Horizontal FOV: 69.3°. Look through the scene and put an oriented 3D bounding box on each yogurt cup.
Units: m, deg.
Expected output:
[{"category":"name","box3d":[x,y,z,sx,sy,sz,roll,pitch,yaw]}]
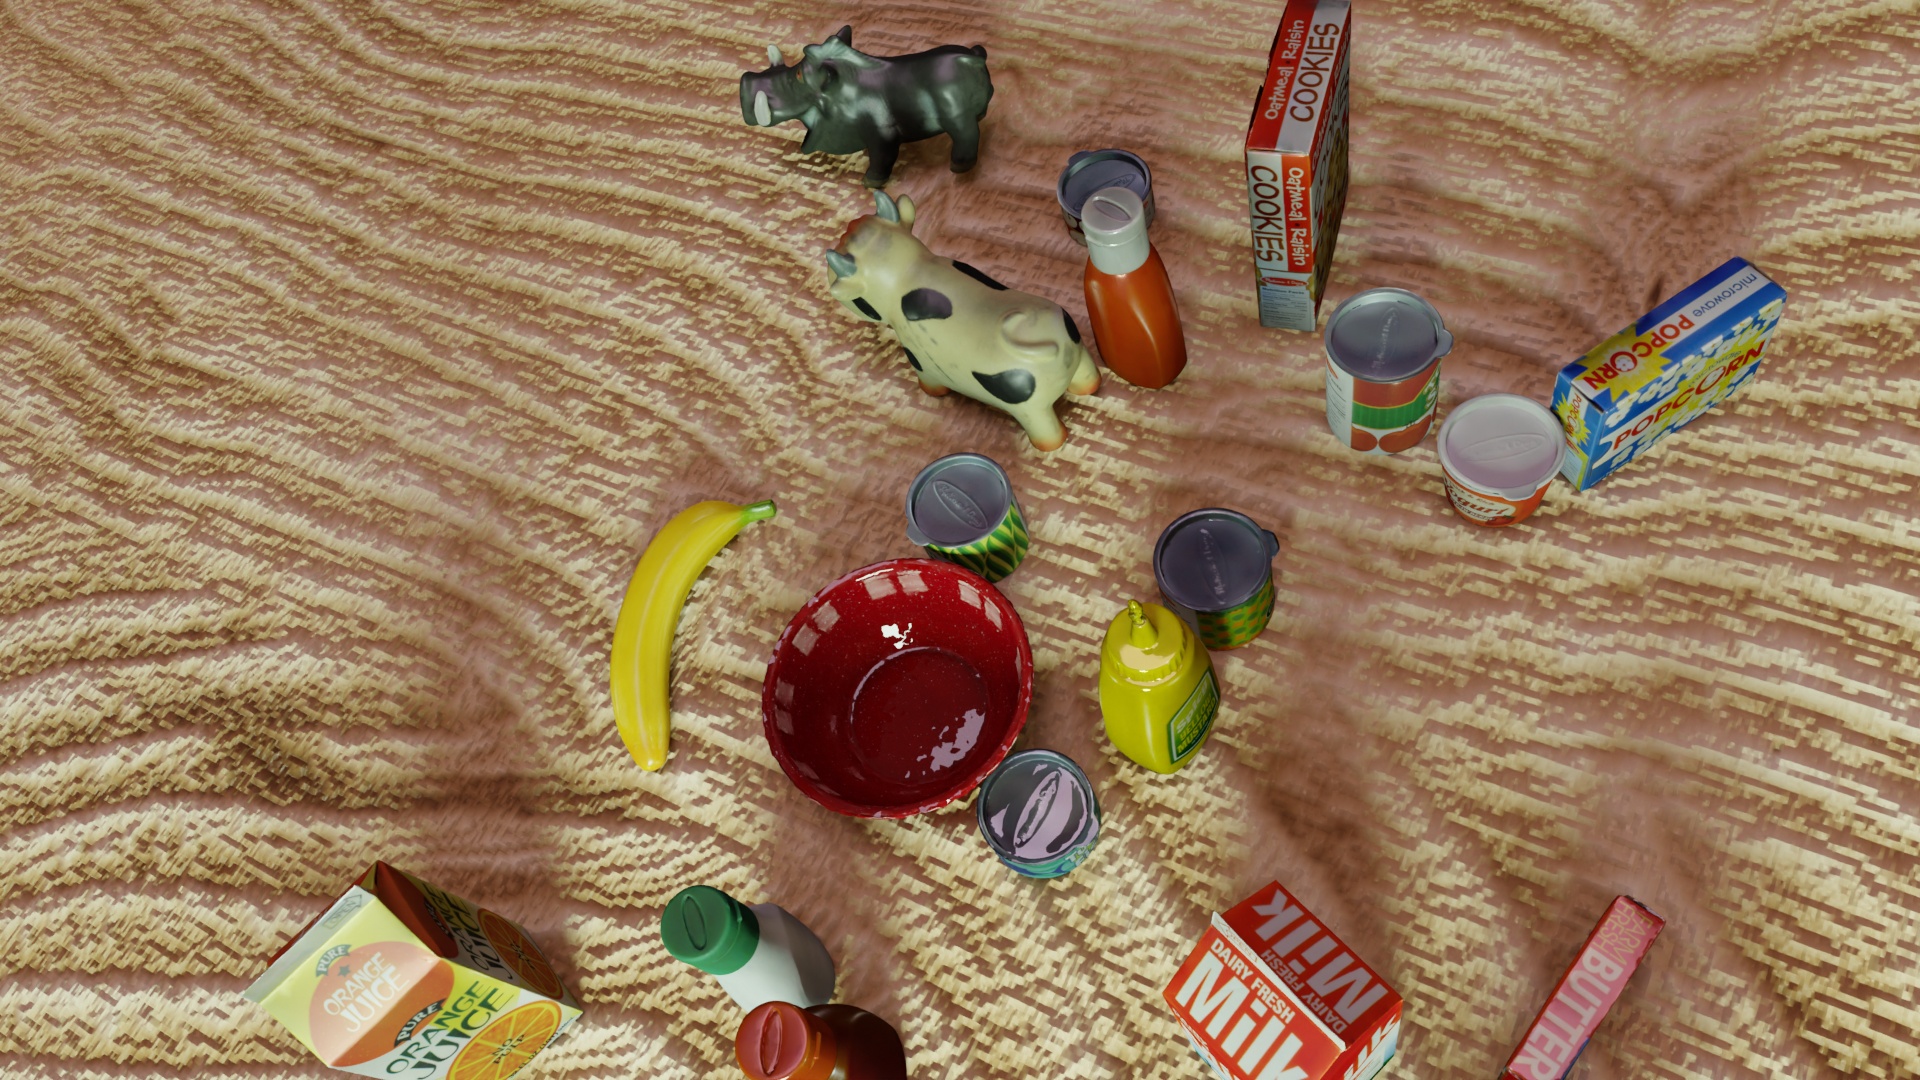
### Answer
[{"category":"yogurt cup","box3d":[0.309,-0.043,0.800,0.072,0.053,0.073,-6,60,12]}]

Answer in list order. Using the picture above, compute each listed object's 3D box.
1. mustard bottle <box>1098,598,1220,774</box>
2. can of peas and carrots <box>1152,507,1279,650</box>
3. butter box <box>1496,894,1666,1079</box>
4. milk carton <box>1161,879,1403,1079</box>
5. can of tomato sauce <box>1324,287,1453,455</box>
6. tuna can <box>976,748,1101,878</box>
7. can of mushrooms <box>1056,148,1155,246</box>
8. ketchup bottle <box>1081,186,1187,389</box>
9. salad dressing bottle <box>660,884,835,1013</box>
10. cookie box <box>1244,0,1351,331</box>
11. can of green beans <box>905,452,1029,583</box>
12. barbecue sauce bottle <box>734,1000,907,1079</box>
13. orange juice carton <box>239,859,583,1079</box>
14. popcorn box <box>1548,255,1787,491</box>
[{"category":"mustard bottle","box3d":[0.102,0.072,0.729,0.049,0.159,0.065,30,73,27]},{"category":"can of peas and carrots","box3d":[0.150,0.022,0.803,0.071,0.058,0.071,-6,61,12]},{"category":"butter box","box3d":[0.293,0.220,0.658,0.024,0.053,0.104,34,75,28]},{"category":"milk carton","box3d":[0.145,0.214,0.621,0.073,0.189,0.072,-42,60,-9]},{"category":"can of tomato sauce","box3d":[0.254,-0.099,0.828,0.071,0.082,0.071,-6,61,12]},{"category":"tuna can","box3d":[0.046,0.153,0.773,0.071,0.032,0.071,-6,60,12]},{"category":"can of mushrooms","box3d":[0.102,-0.242,0.977,0.071,0.033,0.071,-6,60,12]},{"category":"ketchup bottle","box3d":[0.104,-0.155,0.861,0.065,0.148,0.043,37,77,29]},{"category":"salad dressing bottle","box3d":[-0.108,0.212,0.715,0.044,0.147,0.064,-25,59,1]},{"category":"cookie box","box3d":[0.211,-0.230,0.863,0.040,0.166,0.123,10,65,20]},{"category":"can of green beans","box3d":[0.005,-0.012,0.861,0.071,0.057,0.071,-6,61,12]},{"category":"barbecue sauce bottle","box3d":[-0.066,0.256,0.678,0.043,0.148,0.065,-4,61,13]},{"category":"orange juice carton","box3d":[-0.285,0.230,0.726,0.072,0.192,0.073,-43,60,-10]},{"category":"popcorn box","box3d":[0.395,-0.093,0.786,0.127,0.085,0.038,-33,59,-4]}]
